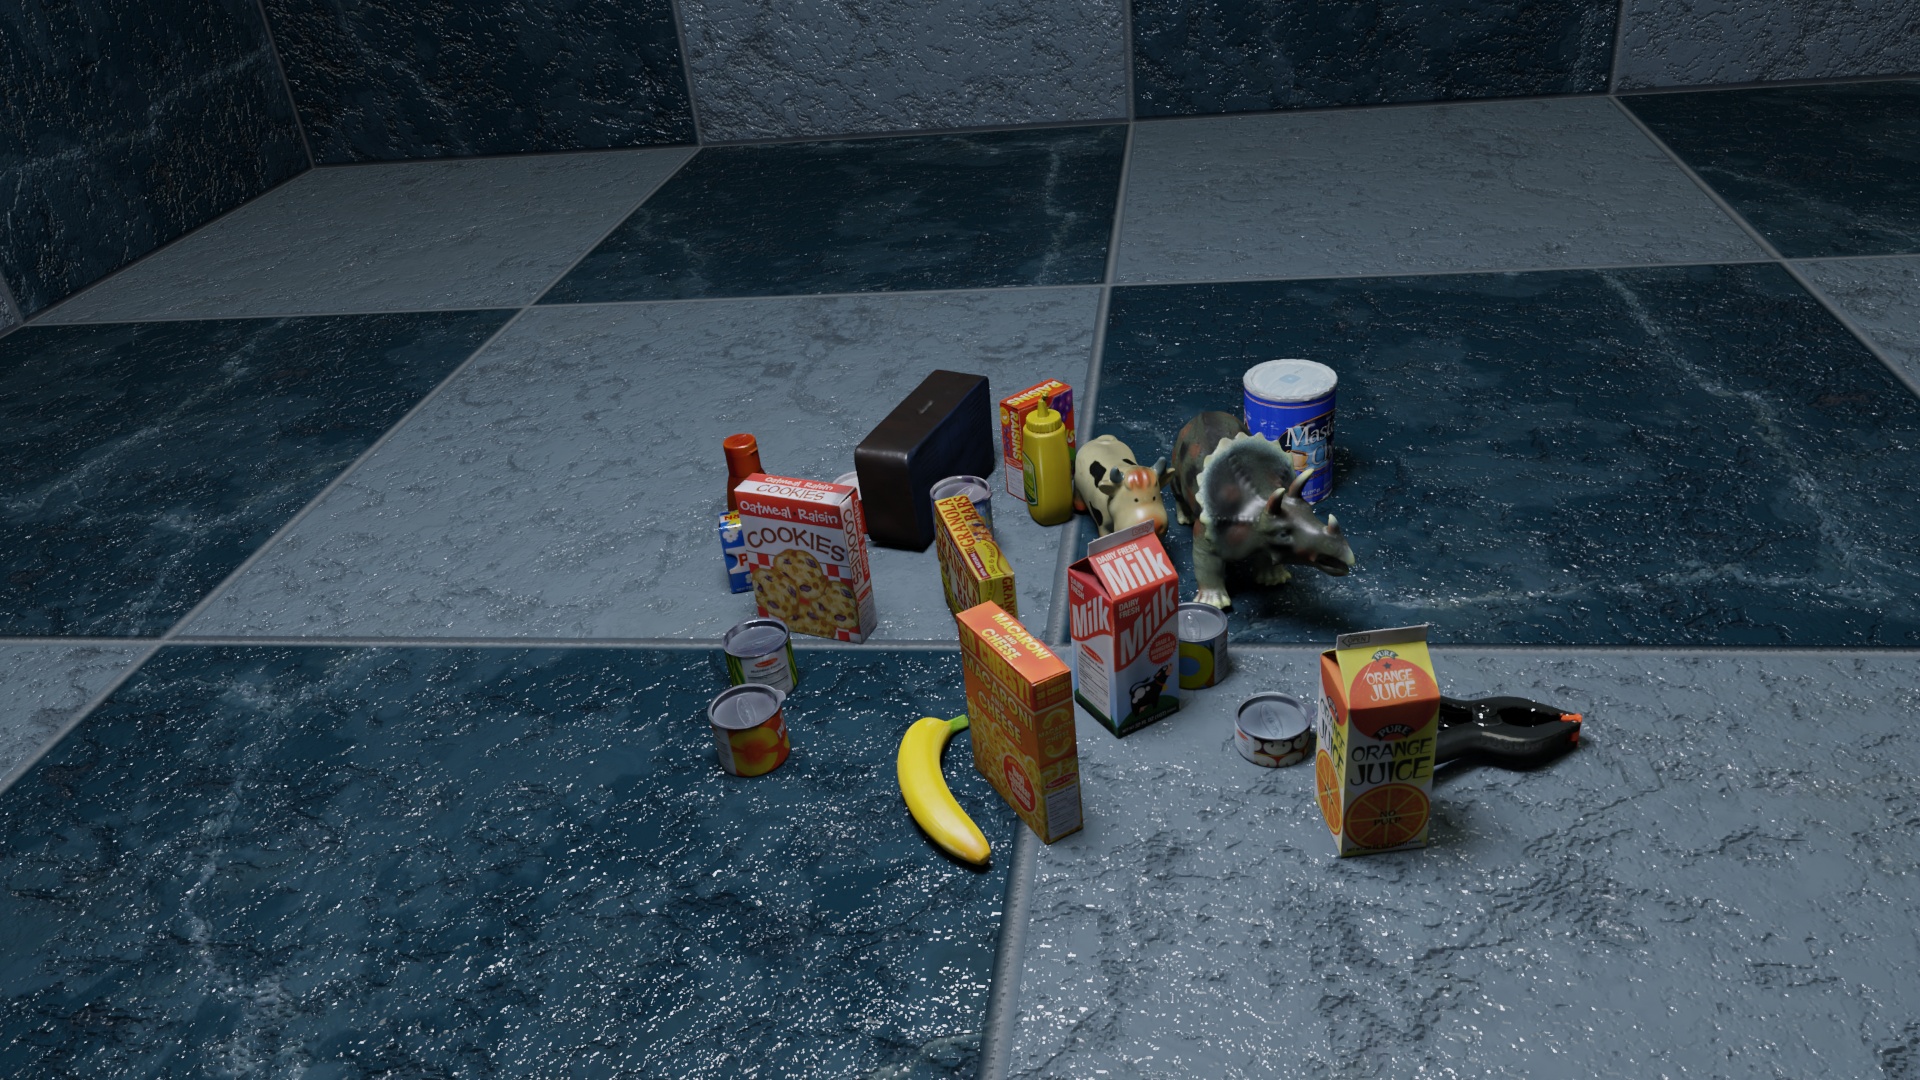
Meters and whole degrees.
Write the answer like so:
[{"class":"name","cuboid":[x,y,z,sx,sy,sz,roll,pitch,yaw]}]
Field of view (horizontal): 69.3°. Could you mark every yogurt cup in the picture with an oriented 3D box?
[{"class":"yogurt cup","cuboid":[-0.115,-0.044,1.624,0.072,0.053,0.073,-5,30,3]}]

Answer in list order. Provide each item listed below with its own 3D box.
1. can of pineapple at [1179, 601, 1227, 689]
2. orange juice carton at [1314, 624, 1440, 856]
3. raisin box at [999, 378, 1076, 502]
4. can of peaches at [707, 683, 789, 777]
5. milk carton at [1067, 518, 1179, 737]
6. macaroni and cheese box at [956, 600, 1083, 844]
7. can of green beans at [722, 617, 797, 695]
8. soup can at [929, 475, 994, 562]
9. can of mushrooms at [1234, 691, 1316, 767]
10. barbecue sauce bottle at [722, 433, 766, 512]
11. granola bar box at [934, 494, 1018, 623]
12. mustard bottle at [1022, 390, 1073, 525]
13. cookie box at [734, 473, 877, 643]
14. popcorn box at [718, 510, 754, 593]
[{"class":"can of pineapple","cuboid":[0.218,0.099,1.318,0.071,0.057,0.071,-5,30,3]},{"class":"orange juice carton","cuboid":[0.324,0.148,1.083,0.072,0.191,0.073,-7,30,-1]},{"class":"raisin box","cuboid":[0.093,-0.119,1.646,0.086,0.122,0.040,-26,35,-30]},{"class":"can of peaches","cuboid":[-0.190,0.173,1.267,0.071,0.057,0.071,-5,30,3]},{"class":"milk carton","cuboid":[0.147,0.073,1.245,0.072,0.189,0.073,-20,33,-23]},{"class":"macaroni and cheese box","cuboid":[0.050,0.150,1.156,0.040,0.165,0.124,-20,33,-22]},{"class":"can of green beans","cuboid":[-0.196,0.118,1.361,0.071,0.057,0.071,-5,30,3]},{"class":"soup can","cuboid":[0.005,-0.019,1.531,0.071,0.083,0.072,-5,30,3]},{"class":"can of mushrooms","cuboid":[0.276,0.166,1.219,0.071,0.033,0.071,-5,30,3]},{"class":"barbecue sauce bottle","cuboid":[-0.235,-0.046,1.557,0.044,0.147,0.065,12,35,28]},{"class":"granola bar box","cuboid":[0.016,0.047,1.378,0.039,0.123,0.166,-13,31,-11]},{"class":"mustard bottle","cuboid":[0.096,-0.097,1.572,0.049,0.159,0.065,-14,31,-13]},{"class":"cookie box","cuboid":[-0.156,0.018,1.416,0.123,0.166,0.040,8,33,23]},{"class":"popcorn box","cuboid":[-0.197,0.004,1.528,0.127,0.084,0.038,-10,30,-7]}]
